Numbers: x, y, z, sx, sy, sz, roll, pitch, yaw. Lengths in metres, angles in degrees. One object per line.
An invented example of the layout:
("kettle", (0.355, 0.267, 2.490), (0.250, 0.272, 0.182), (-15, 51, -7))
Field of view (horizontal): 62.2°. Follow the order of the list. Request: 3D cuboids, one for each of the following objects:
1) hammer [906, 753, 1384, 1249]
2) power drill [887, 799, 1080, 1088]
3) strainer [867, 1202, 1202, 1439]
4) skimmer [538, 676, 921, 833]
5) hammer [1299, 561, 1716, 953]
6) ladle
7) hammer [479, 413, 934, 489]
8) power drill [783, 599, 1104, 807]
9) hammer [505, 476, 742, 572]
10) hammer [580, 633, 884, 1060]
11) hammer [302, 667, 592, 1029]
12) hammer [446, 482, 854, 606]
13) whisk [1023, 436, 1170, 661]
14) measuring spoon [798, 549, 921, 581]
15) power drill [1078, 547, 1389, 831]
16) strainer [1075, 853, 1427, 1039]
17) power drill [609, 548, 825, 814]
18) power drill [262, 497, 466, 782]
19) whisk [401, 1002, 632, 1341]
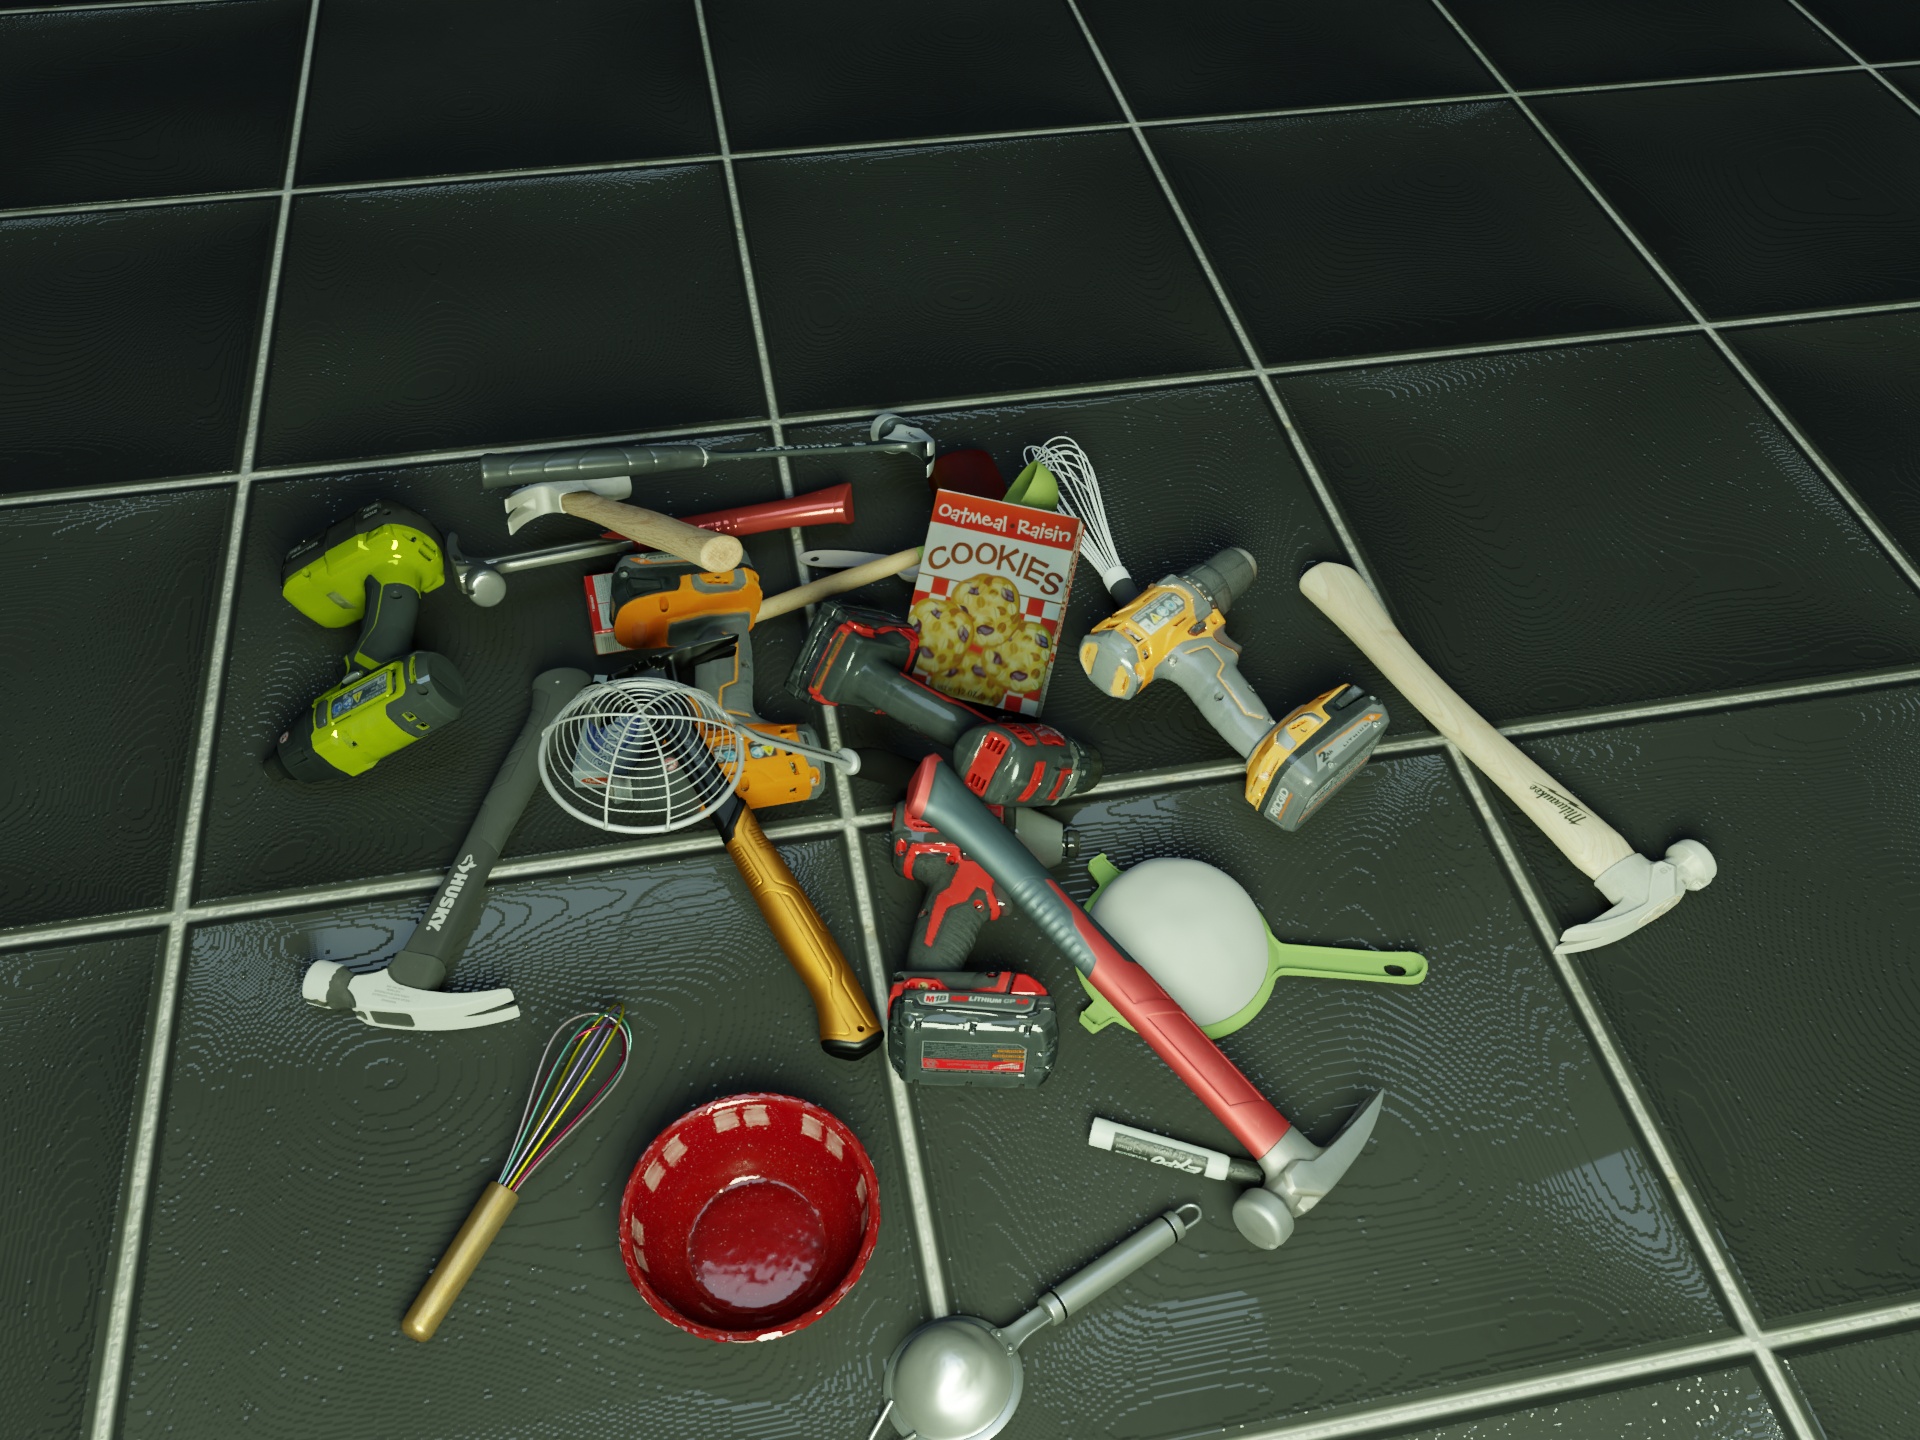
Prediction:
("hammer", (0.113, 0.161, 1.073), (0.386, 0.038, 0.143), (46, 53, 12))
("power drill", (0.017, 0.148, 1.144), (0.143, 0.078, 0.220), (2, 46, 0))
("strainer", (0.049, 0.365, 0.981), (0.258, 0.050, 0.087), (-25, 40, -26))
("skimmer", (-0.133, 0.041, 1.120), (0.090, 0.363, 0.127), (-50, 60, 14))
("hammer", (0.408, 0.012, 1.296), (0.146, 0.038, 0.411), (-24, 54, -19))
("ladle", (-0.065, -0.145, 1.372), (0.320, 0.062, 0.078), (-20, 16, -1))
("hammer", (-0.214, -0.232, 1.403), (0.409, 0.036, 0.149), (-8, 22, -22))
("power drill", (-0.002, -0.004, 1.226), (0.227, 0.080, 0.187), (31, 12, 25))
("hammer", (-0.275, -0.165, 1.315), (0.130, 0.031, 0.332), (-18, 25, -31))
("hammer", (-0.144, 0.090, 1.150), (0.127, 0.034, 0.337), (-25, 72, -24))
("hammer", (-0.353, 0.087, 1.210), (0.146, 0.035, 0.335), (10, 49, 8))
("hammer", (-0.268, -0.166, 1.412), (0.359, 0.036, 0.149), (-14, 25, -20))
("whisk", (0.125, -0.148, 1.414), (0.070, 0.070, 0.285), (-16, 56, -15))
("measuring spoon", (-0.085, -0.139, 1.428), (0.124, 0.018, 0.034), (5, 49, 12))
("power drill", (0.235, -0.039, 1.290), (0.226, 0.084, 0.185), (41, 59, 21))
("strainer", (0.210, 0.155, 1.143), (0.256, 0.069, 0.152), (4, 49, 4))
("power drill", (-0.213, -0.026, 1.259), (0.164, 0.084, 0.227), (-9, 59, -20))
("power drill", (-0.488, -0.059, 1.287), (0.171, 0.080, 0.223), (-25, 52, 12))
("whisk", (-0.286, 0.288, 1.040), (0.047, 0.051, 0.245), (6, 50, 31))
